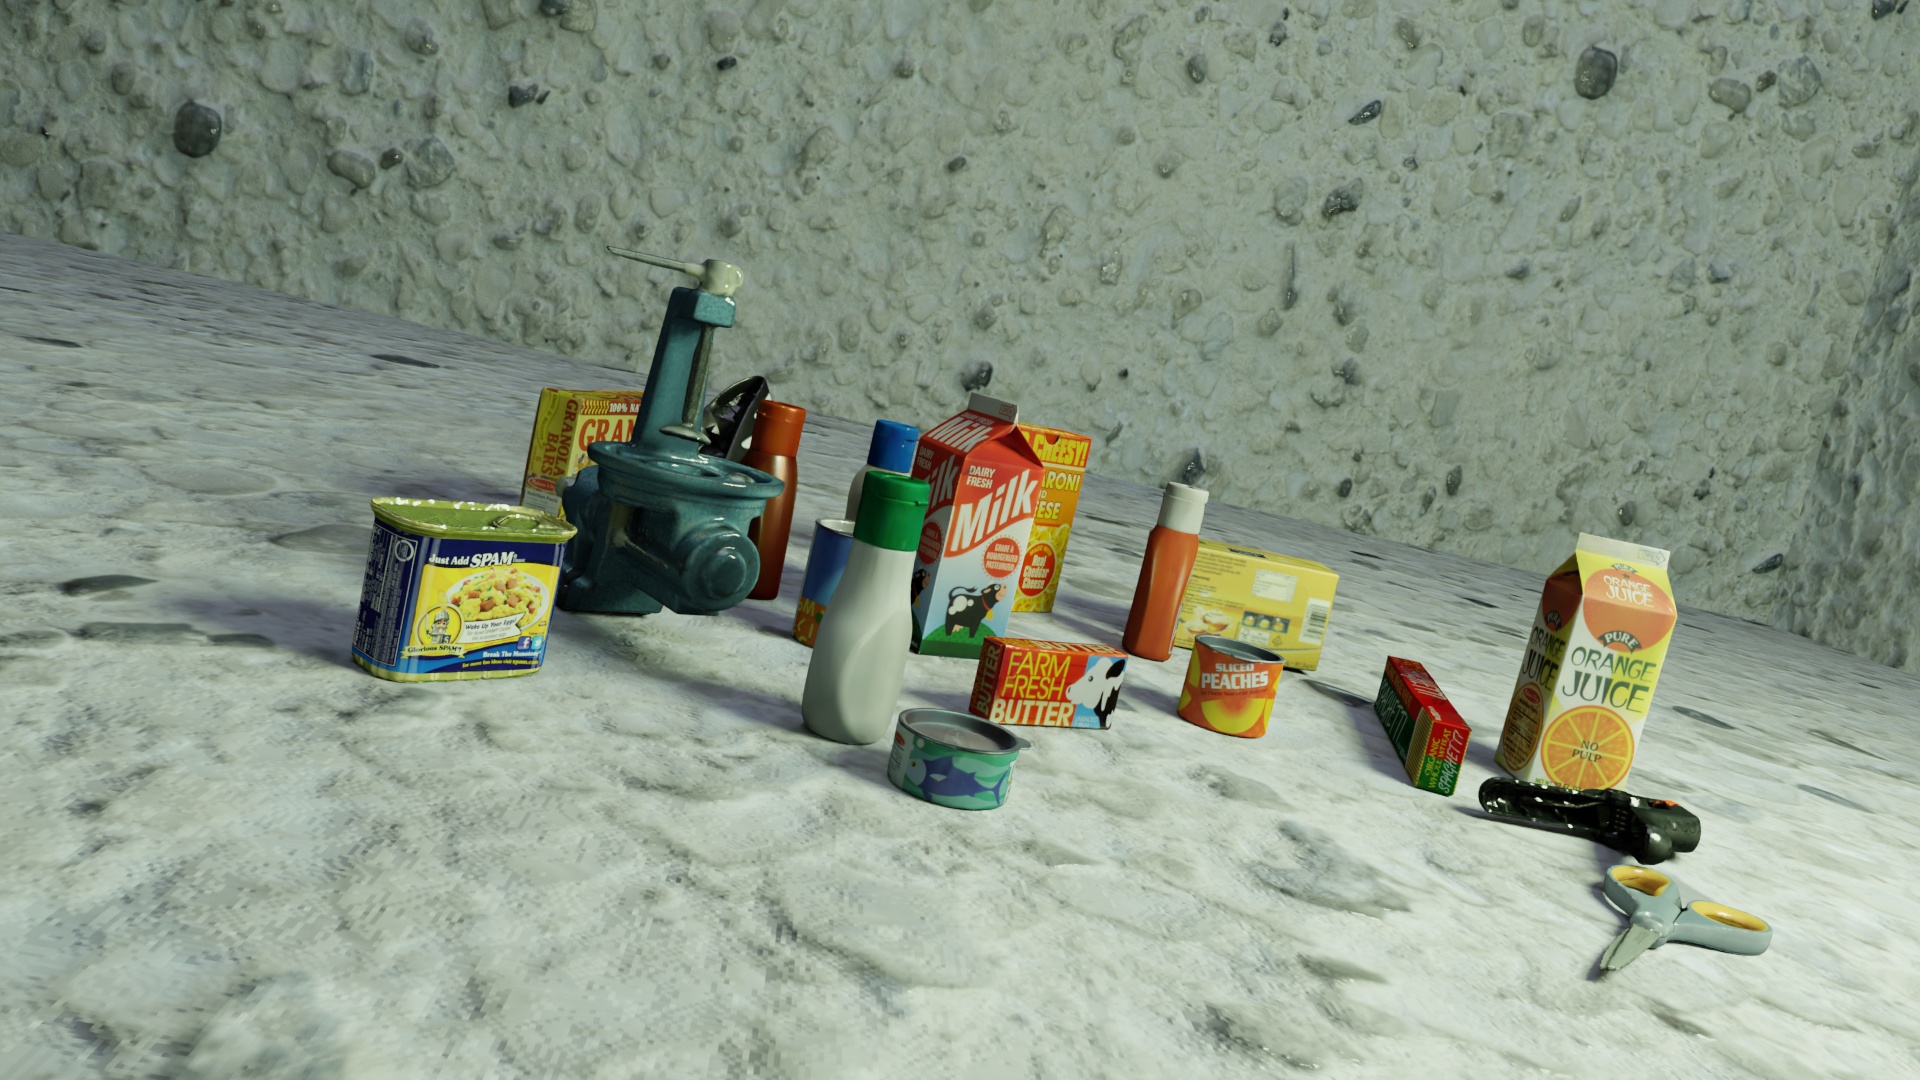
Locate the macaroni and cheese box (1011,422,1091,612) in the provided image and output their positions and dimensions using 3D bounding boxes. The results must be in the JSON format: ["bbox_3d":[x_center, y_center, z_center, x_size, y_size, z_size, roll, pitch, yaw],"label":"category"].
[{"bbox_3d":[0.050,-0.021,1.239,0.040,0.166,0.124,20,10,42],"label":"macaroni and cheese box"}]

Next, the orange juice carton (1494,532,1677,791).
[{"bbox_3d":[0.471,0.093,1.041,0.072,0.192,0.073,13,8,0],"label":"orange juice carton"}]

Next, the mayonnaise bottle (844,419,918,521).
[{"bbox_3d":[-0.067,-0.024,1.142,0.041,0.147,0.065,18,9,32],"label":"mayonnaise bottle"}]

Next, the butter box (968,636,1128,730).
[{"bbox_3d":[0.057,0.092,0.891,0.103,0.053,0.024,8,9,-33],"label":"butter box"}]

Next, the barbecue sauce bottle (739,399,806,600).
[{"bbox_3d":[-0.152,-0.033,1.067,0.044,0.148,0.065,7,10,-39],"label":"barbecue sauce bottle"}]

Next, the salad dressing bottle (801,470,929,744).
[{"bbox_3d":[-0.050,0.036,0.767,0.044,0.147,0.064,17,9,30],"label":"salad dressing bottle"}]

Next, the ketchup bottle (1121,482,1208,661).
[{"bbox_3d":[0.176,0.025,1.188,0.043,0.148,0.065,13,8,1],"label":"ketchup bottle"}]

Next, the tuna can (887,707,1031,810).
[{"bbox_3d":[-0.001,0.114,0.723,0.071,0.032,0.071,13,8,-2],"label":"tuna can"}]

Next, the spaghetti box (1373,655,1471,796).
[{"bbox_3d":[0.349,0.135,1.063,0.029,0.050,0.250,14,8,8],"label":"spaghetti box"}]

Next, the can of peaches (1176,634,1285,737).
[{"bbox_3d":[0.194,0.105,0.998,0.071,0.058,0.071,13,8,-2],"label":"can of peaches"}]

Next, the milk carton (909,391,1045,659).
[{"bbox_3d":[0.004,-0.013,1.032,0.073,0.190,0.072,8,9,-32],"label":"milk carton"}]

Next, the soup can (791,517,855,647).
[{"bbox_3d":[-0.075,0.033,0.969,0.071,0.083,0.071,13,8,-2],"label":"soup can"}]

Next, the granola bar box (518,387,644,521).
[{"bbox_3d":[-0.286,-0.057,1.107,0.039,0.124,0.166,15,8,13],"label":"granola bar box"}]
